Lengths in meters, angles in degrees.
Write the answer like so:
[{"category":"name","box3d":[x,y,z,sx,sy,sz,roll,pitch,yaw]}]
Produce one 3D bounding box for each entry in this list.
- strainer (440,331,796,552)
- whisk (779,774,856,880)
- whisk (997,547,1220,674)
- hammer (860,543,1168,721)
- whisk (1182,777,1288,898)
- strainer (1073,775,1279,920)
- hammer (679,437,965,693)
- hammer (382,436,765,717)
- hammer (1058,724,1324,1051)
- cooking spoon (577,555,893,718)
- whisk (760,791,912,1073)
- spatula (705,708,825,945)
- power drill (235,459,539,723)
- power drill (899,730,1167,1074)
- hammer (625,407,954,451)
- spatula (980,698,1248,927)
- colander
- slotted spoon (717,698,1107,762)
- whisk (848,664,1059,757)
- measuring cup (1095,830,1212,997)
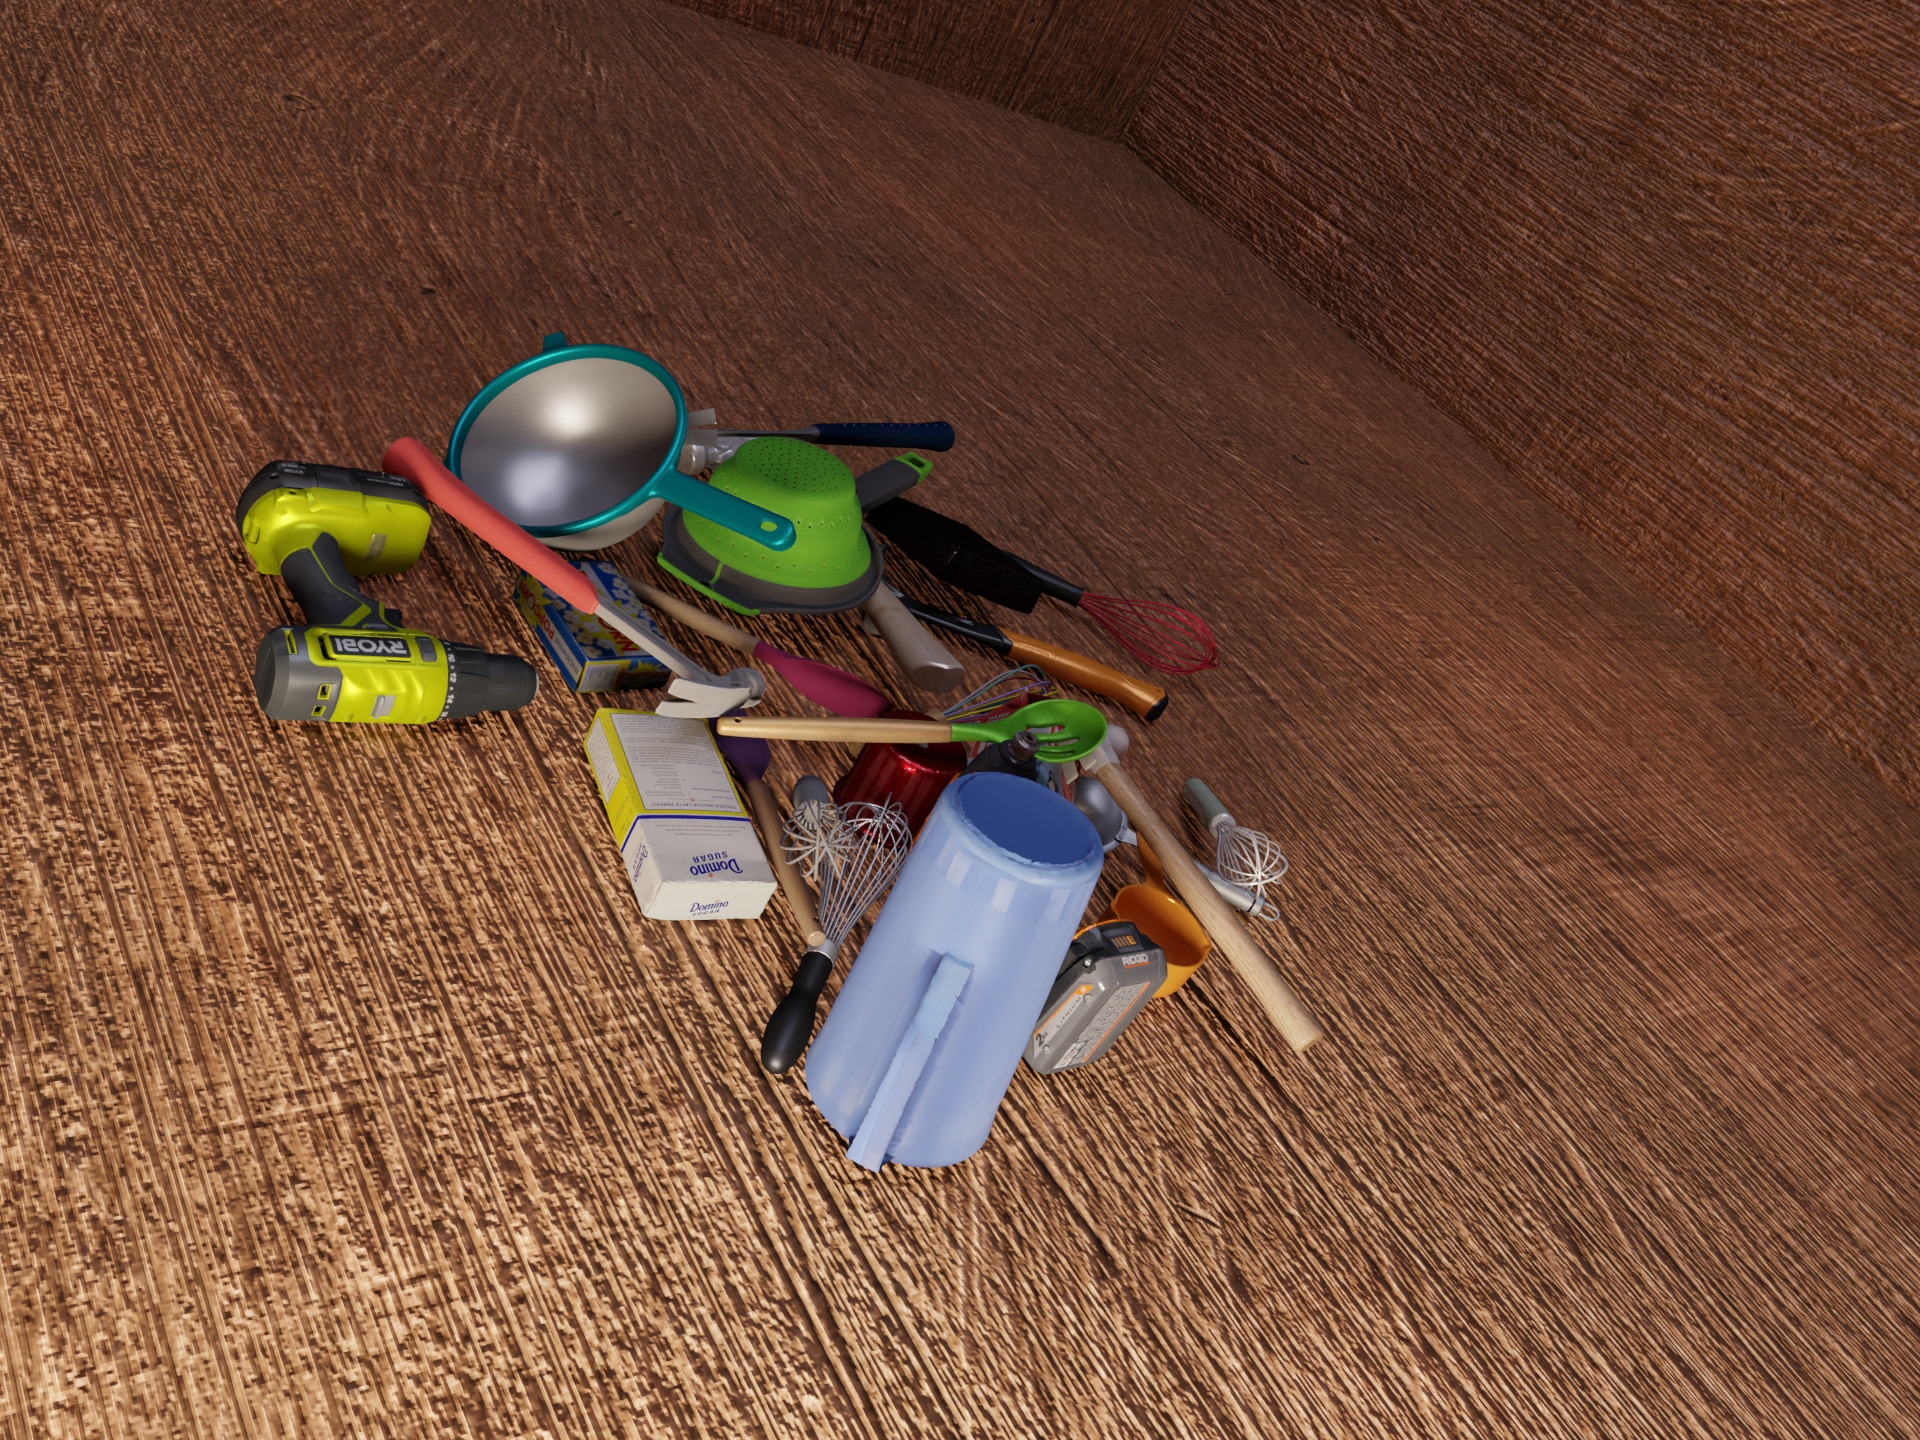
[{"category":"strainer","box3d":[-0.276,-0.196,1.368,0.340,0.095,0.211,25,66,20]},{"category":"whisk","box3d":[-0.106,0.071,1.169,0.055,0.055,0.239,24,5,-10]},{"category":"whisk","box3d":[0.148,-0.125,1.732,0.296,0.073,0.073,25,31,3]},{"category":"hammer","box3d":[0.058,-0.077,1.605,0.336,0.034,0.127,21,33,-15]},{"category":"whisk","box3d":[0.238,0.099,1.437,0.059,0.057,0.246,-14,17,-2]},{"category":"strainer","box3d":[0.169,0.110,1.403,0.258,0.050,0.087,29,51,0]},{"category":"hammer","box3d":[-0.116,-0.162,1.530,0.146,0.038,0.411,-11,45,-38]},{"category":"hammer","box3d":[-0.318,-0.114,1.236,0.359,0.036,0.149,35,12,14]},{"category":"hammer","box3d":[0.185,0.127,1.304,0.331,0.031,0.130,55,20,22]},{"category":"cooking spoon","box3d":[-0.193,-0.072,1.344,0.319,0.068,0.017,25,60,15]},{"category":"whisk","box3d":[-0.091,0.147,1.139,0.070,0.070,0.285,27,37,-4]},{"category":"spatula","box3d":[-0.148,0.065,1.206,0.059,0.018,0.316,21,22,-32]},{"category":"power drill","box3d":[-0.427,-0.086,1.172,0.190,0.080,0.229,2,44,-39]},{"category":"power drill","box3d":[0.053,0.127,1.182,0.084,0.164,0.227,-1,45,-42]},{"category":"hammer","box3d":[-0.153,-0.285,1.584,0.144,0.035,0.405,4,10,43]},{"category":"spatula","box3d":[0.149,0.078,1.469,0.082,0.044,0.318,-17,59,-49]},{"category":"colander","box3d":[-0.121,-0.222,1.493,0.204,0.094,0.397,31,35,14]},{"category":"slotted spoon","box3d":[-0.034,0.007,1.245,0.313,0.031,0.070,1,43,-18]},{"category":"whisk","box3d":[-0.001,-0.005,1.424,0.245,0.051,0.047,-17,37,-41]},{"category":"measuring cup","box3d":[0.150,0.158,1.322,0.095,0.052,0.174,23,31,-15]}]
